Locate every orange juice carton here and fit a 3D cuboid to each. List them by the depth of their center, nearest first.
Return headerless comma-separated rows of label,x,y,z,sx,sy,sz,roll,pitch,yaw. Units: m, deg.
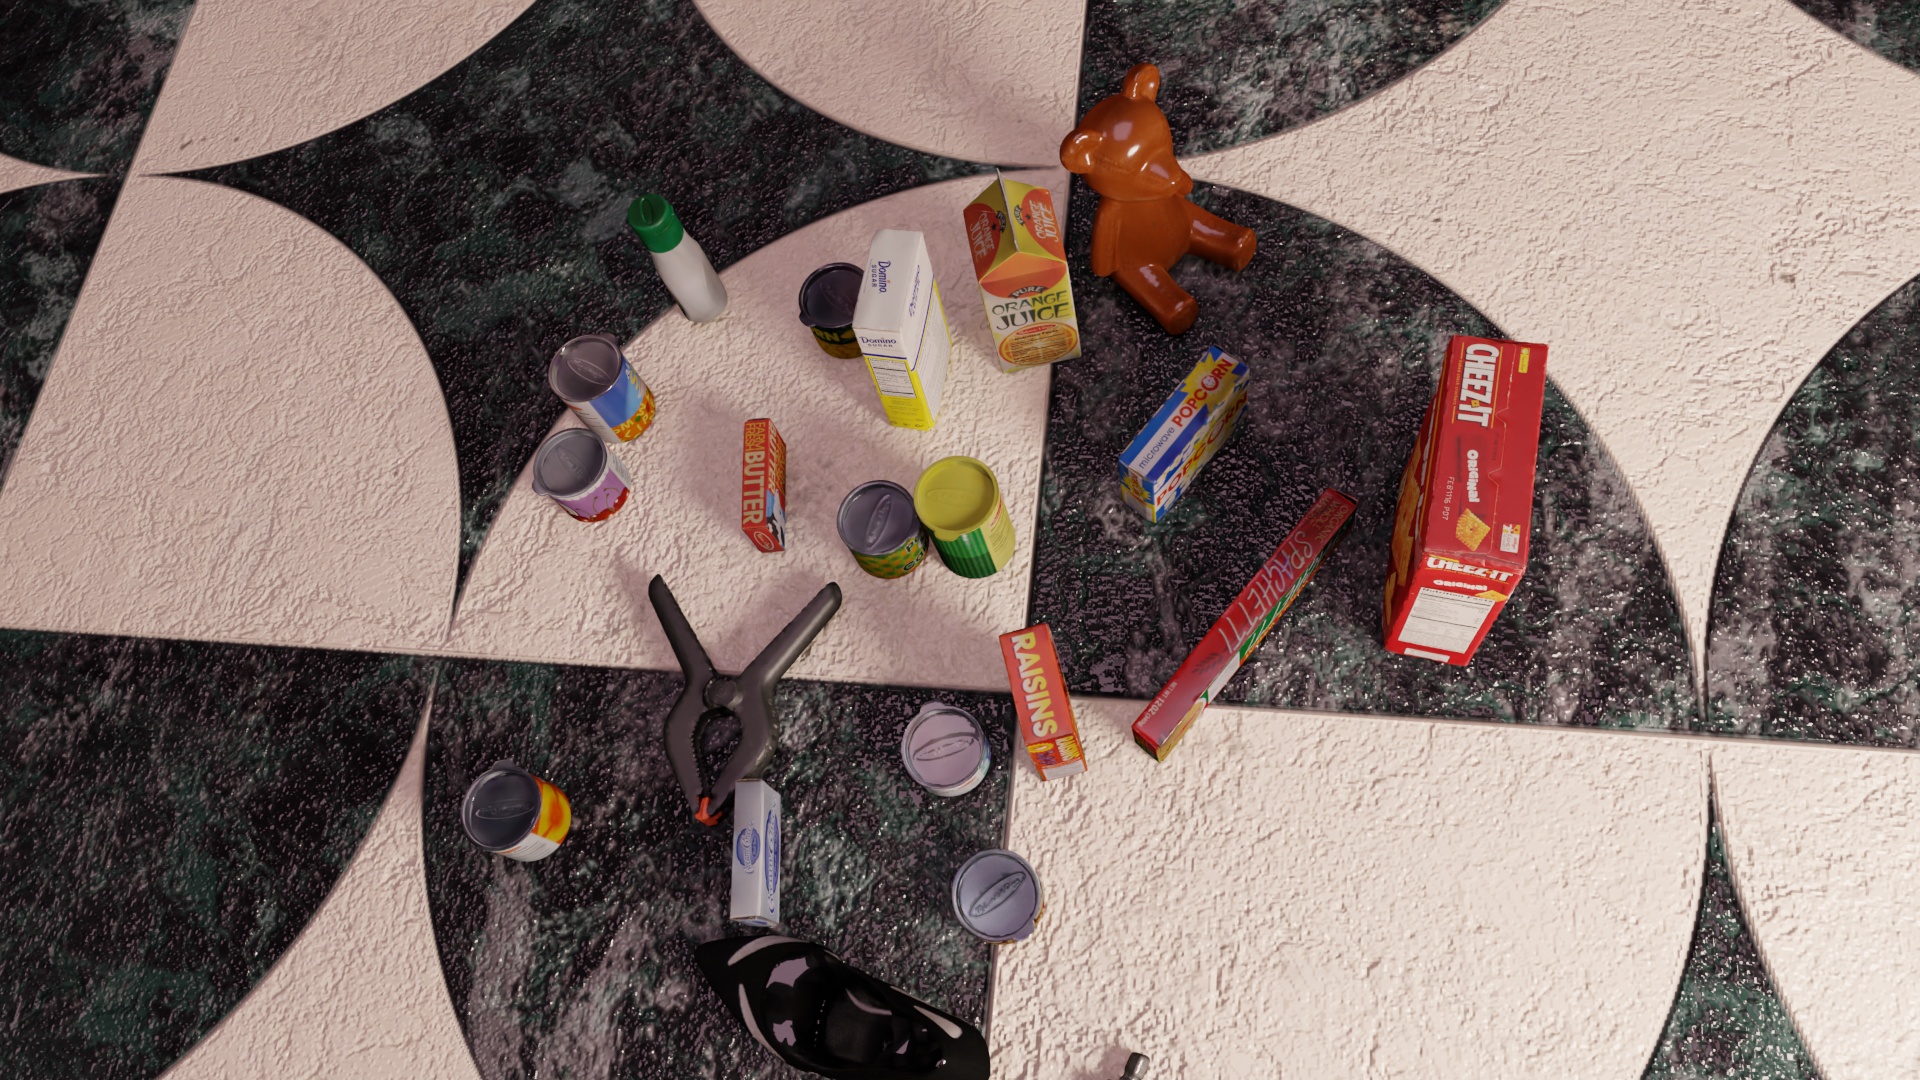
orange juice carton,0.050,-0.218,1.131,0.073,0.192,0.072,-12,67,5

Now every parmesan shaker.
parmesan shaker,0.004,-0.014,1.103,0.071,0.102,0.071,-4,67,9

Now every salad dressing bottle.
salad dressing bottle,-0.248,-0.247,1.220,0.044,0.147,0.064,-18,66,2

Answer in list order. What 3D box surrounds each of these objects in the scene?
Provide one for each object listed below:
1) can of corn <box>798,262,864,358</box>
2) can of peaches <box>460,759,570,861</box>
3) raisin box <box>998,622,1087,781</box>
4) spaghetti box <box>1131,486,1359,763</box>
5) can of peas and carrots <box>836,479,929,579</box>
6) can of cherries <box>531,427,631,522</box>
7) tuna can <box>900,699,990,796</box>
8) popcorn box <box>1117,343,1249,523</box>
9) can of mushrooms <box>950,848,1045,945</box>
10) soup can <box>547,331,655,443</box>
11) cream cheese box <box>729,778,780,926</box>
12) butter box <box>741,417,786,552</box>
can of corn,-0.105,-0.200,1.224,0.071,0.058,0.071,-3,67,8
can of peaches,-0.349,0.214,1.094,0.071,0.058,0.071,-3,67,8
raisin box,0.063,0.122,1.025,0.040,0.123,0.086,-14,66,4
spaghetti box,0.219,0.063,1.063,0.029,0.050,0.250,37,78,21
can of peas and carrots,-0.060,-0.008,1.136,0.071,0.058,0.071,-3,67,8
can of cherries,-0.329,-0.054,1.202,0.071,0.058,0.072,-3,67,8
tuna can,-0.012,0.160,1.071,0.071,0.032,0.071,-3,67,8
popcorn box,0.179,-0.084,1.112,0.038,0.085,0.127,36,78,21
can of mushrooms,0.030,0.264,1.020,0.071,0.033,0.071,-3,67,8
soup can,-0.311,-0.134,1.218,0.071,0.083,0.071,-4,67,9
cream cheese box,-0.154,0.237,1.053,0.024,0.053,0.104,-5,67,8
butter box,-0.166,-0.047,1.173,0.024,0.053,0.104,-6,67,8
